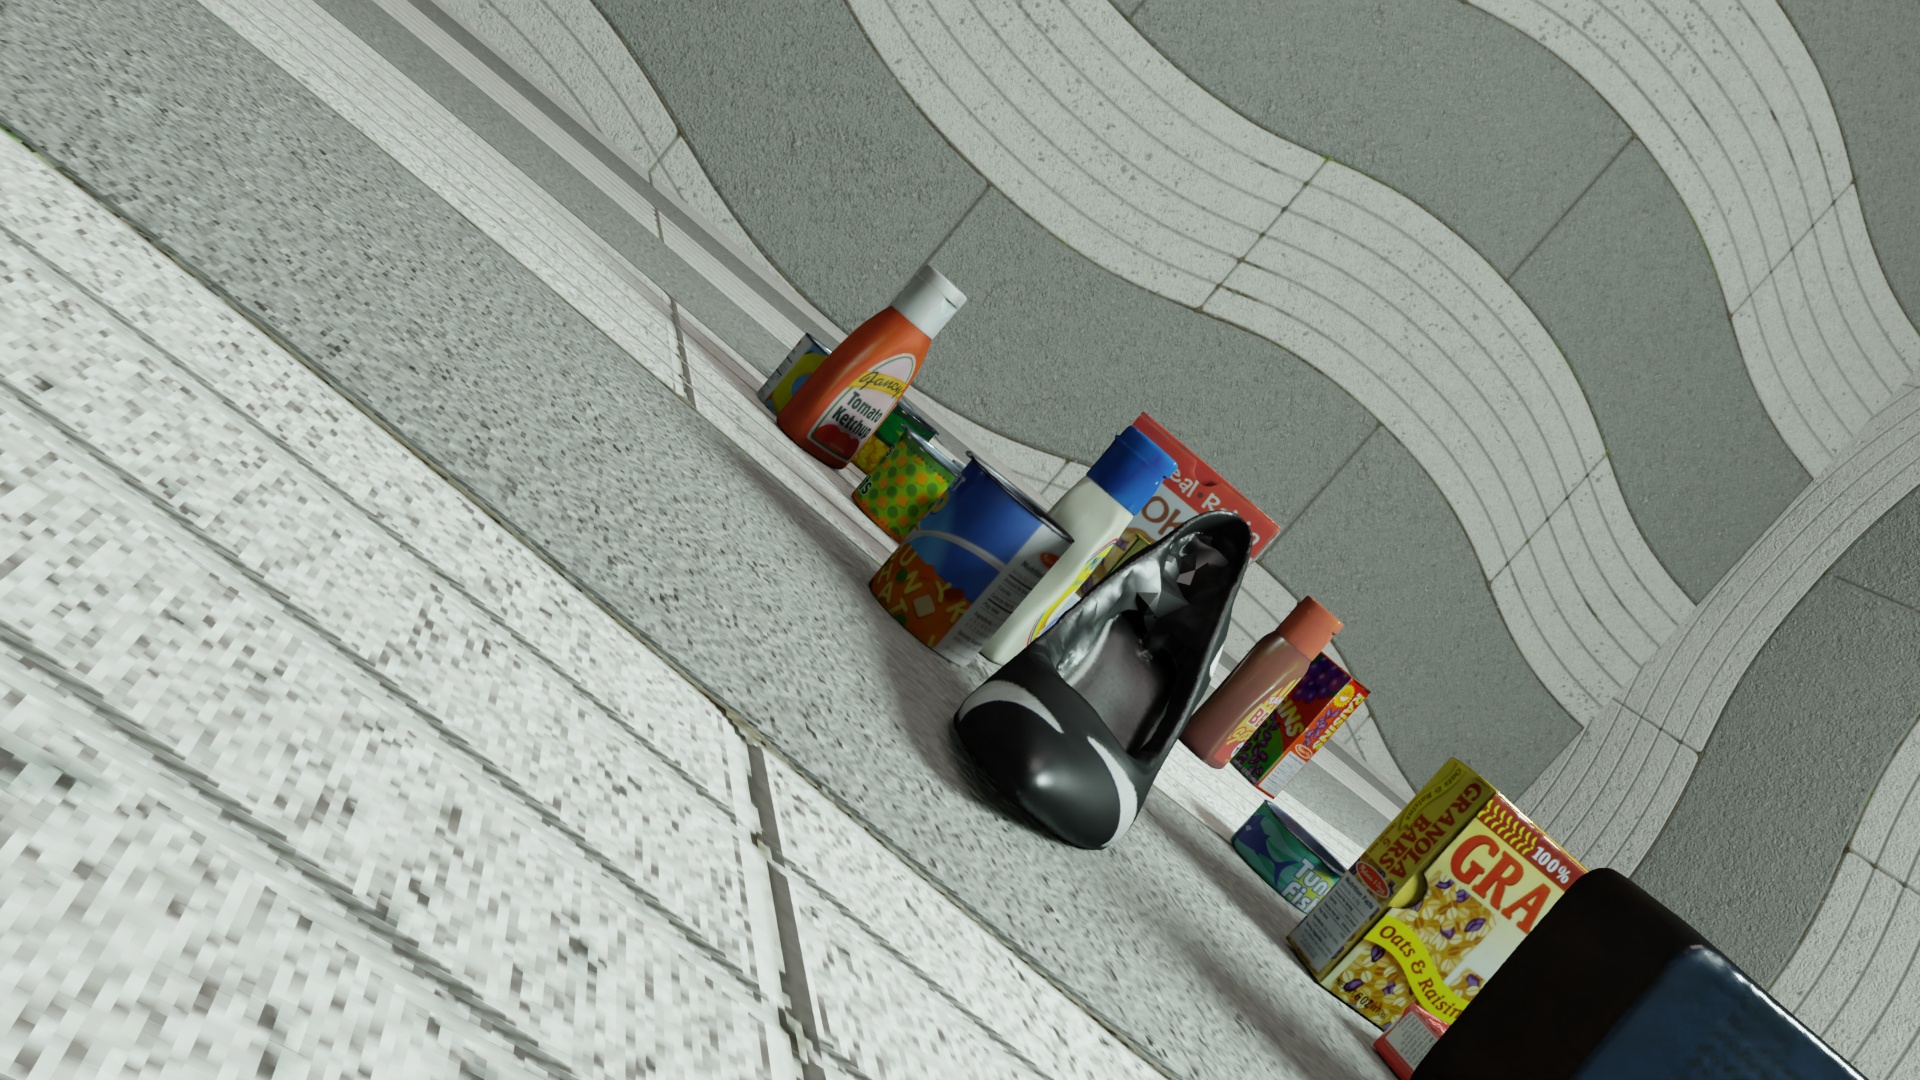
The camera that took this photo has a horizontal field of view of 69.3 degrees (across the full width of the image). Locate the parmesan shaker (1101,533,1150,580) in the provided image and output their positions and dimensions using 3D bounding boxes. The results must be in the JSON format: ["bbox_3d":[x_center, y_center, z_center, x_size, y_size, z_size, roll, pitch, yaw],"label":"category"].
[{"bbox_3d":[0.104,0.055,0.885,0.071,0.103,0.071,40,5,-5],"label":"parmesan shaker"}]

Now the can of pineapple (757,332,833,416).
[{"bbox_3d":[-0.102,-0.106,1.000,0.071,0.058,0.071,40,6,-5],"label":"can of pineapple"}]

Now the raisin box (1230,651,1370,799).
[{"bbox_3d":[0.276,0.146,1.192,0.040,0.123,0.086,36,7,-41],"label":"raisin box"}]

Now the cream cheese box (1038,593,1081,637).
[{"bbox_3d":[0.023,0.025,0.840,0.104,0.053,0.024,44,7,33],"label":"cream cheese box"}]

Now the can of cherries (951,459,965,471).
[{"bbox_3d":[0.003,-0.012,0.969,0.071,0.058,0.071,40,6,-5],"label":"can of cherries"}]

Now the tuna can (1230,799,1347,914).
[{"bbox_3d":[0.195,0.188,0.818,0.071,0.033,0.071,40,6,-5],"label":"tuna can"}]

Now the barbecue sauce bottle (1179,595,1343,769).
[{"bbox_3d":[0.232,0.109,1.072,0.044,0.148,0.065,43,6,25],"label":"barbecue sauce bottle"}]

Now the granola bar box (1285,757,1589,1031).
[{"bbox_3d":[0.263,0.203,0.689,0.165,0.124,0.039,38,6,-21],"label":"granola bar box"}]

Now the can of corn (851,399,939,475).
[{"bbox_3d":[-0.060,-0.082,1.086,0.071,0.058,0.071,40,6,-5],"label":"can of corn"}]

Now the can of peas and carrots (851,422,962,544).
[{"bbox_3d":[-0.030,-0.032,0.905,0.071,0.058,0.071,40,6,-5],"label":"can of peas and carrots"}]

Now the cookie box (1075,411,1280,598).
[{"bbox_3d":[0.118,0.016,0.953,0.123,0.167,0.040,41,5,9],"label":"cookie box"}]

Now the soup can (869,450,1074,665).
[{"bbox_3d":[0.003,0.009,0.692,0.071,0.083,0.071,40,6,-5],"label":"soup can"}]

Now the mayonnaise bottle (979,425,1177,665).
[{"bbox_3d":[0.060,0.003,0.773,0.041,0.148,0.065,41,5,10],"label":"mayonnaise bottle"}]

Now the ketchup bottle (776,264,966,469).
[{"bbox_3d":[-0.057,-0.120,0.945,0.043,0.148,0.064,44,7,36],"label":"ketchup bottle"}]
